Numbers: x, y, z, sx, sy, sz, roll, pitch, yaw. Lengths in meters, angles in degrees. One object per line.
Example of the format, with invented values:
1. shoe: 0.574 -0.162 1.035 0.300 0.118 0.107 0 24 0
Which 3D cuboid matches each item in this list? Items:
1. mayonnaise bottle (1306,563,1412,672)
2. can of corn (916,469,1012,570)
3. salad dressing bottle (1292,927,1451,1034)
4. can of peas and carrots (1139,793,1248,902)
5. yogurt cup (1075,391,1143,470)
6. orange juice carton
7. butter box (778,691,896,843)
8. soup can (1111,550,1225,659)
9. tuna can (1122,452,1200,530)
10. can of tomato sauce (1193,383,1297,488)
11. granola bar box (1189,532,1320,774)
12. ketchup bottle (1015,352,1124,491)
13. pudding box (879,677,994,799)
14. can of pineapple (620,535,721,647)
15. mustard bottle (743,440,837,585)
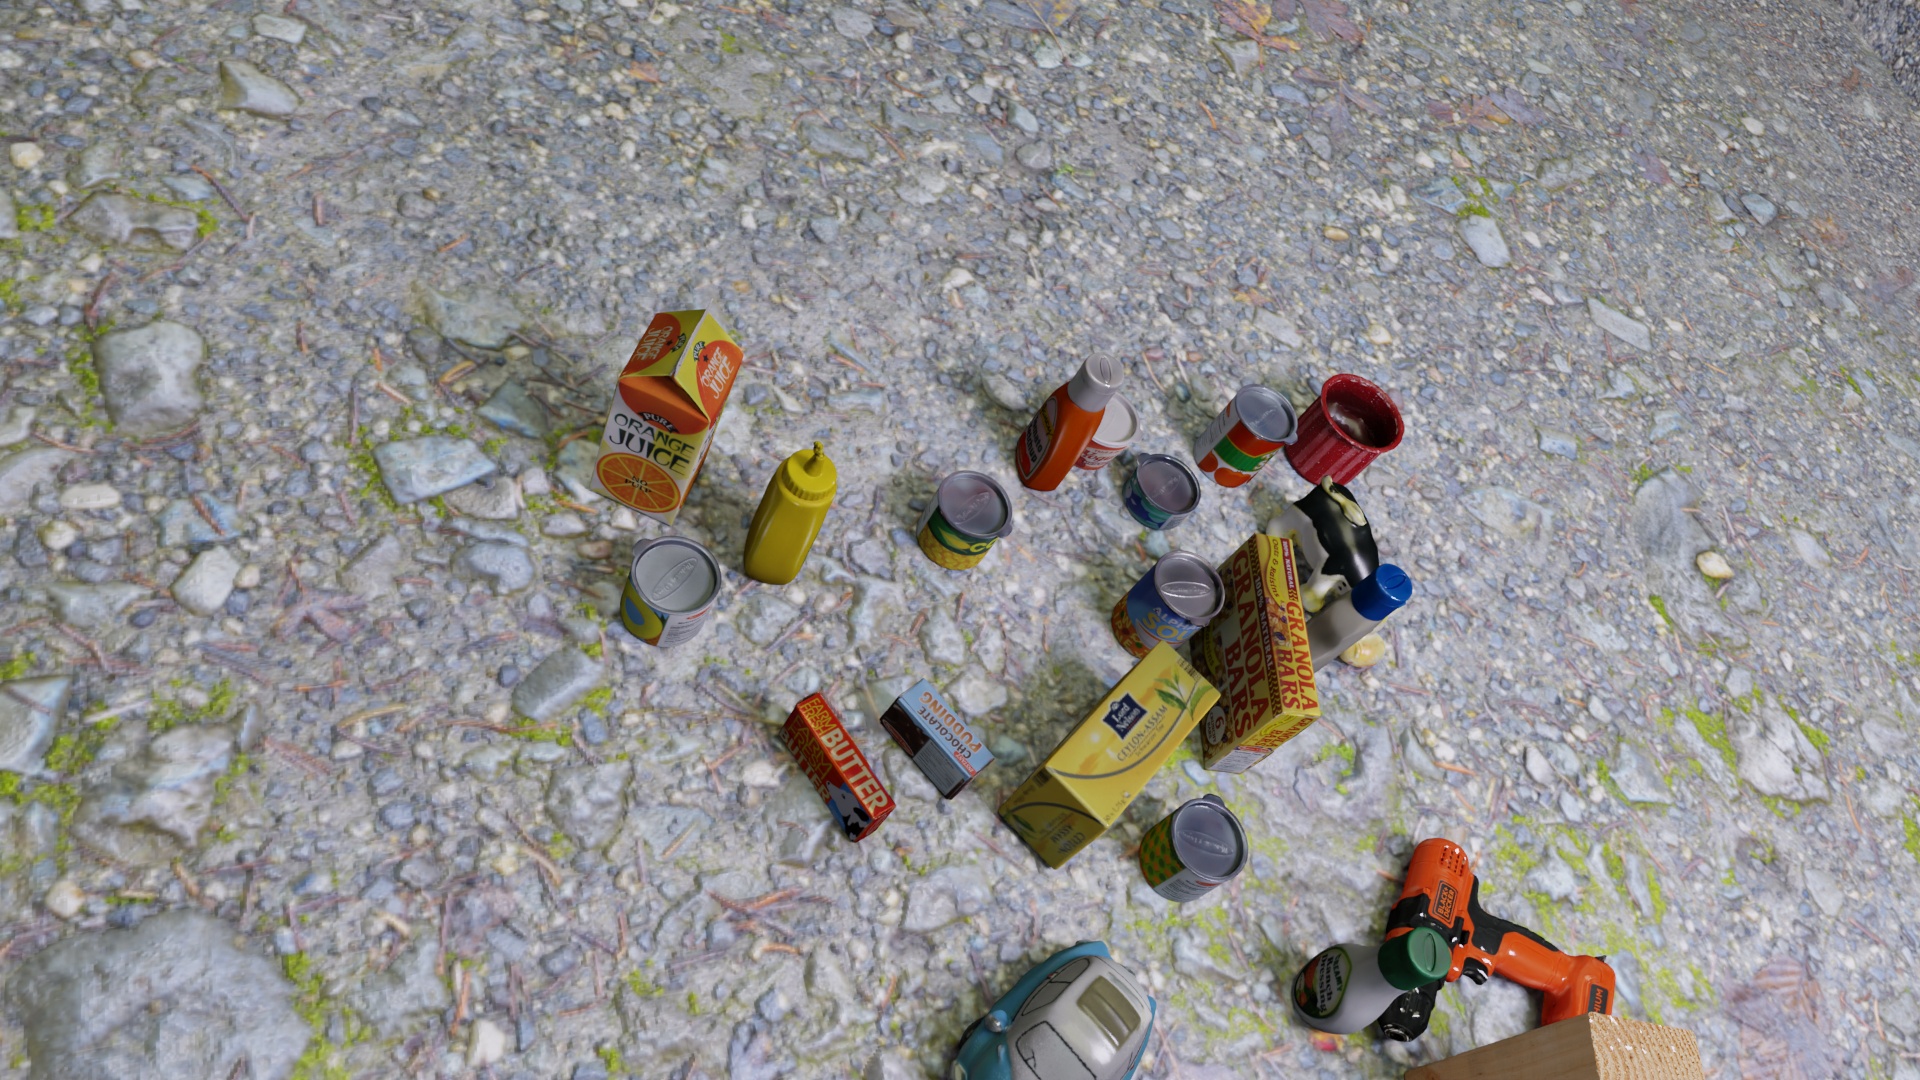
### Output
1. mayonnaise bottle: 0.332 0.070 1.202 0.065 0.147 0.041 -22 71 -33
2. can of corn: 0.004 -0.015 1.167 0.071 0.058 0.071 11 56 -17
3. salad dressing bottle: 0.303 0.323 1.027 0.044 0.147 0.064 21 54 -11
4. can of peas and carrots: 0.181 0.240 1.083 0.071 0.058 0.071 11 56 -17
5. yogurt cup: 0.124 -0.101 1.278 0.072 0.053 0.073 11 56 -17
6. orange juice carton: -0.217 -0.098 1.037 0.073 0.191 0.072 25 53 -8
7. butter box: -0.091 0.166 1.013 0.024 0.053 0.103 -26 73 -34
8. soup can: 0.176 0.059 1.180 0.071 0.083 0.071 11 56 -17
9. tuna can: 0.183 -0.046 1.282 0.071 0.032 0.071 11 56 -17
10. can of tomato sauce: 0.272 -0.097 1.323 0.071 0.082 0.071 11 56 -17
11. granola bar box: 0.241 0.095 1.160 0.039 0.123 0.166 11 56 -18
12. ketchup bottle: 0.095 -0.105 1.208 0.043 0.148 0.065 7 57 -20
13. pudding box: -0.019 0.151 1.056 0.084 0.049 0.030 47 53 9
14. can of pineapple: -0.218 0.037 1.036 0.071 0.057 0.071 11 56 -17
15. mustard bottle: -0.125 -0.026 1.052 0.049 0.159 0.065 16 55 -14
